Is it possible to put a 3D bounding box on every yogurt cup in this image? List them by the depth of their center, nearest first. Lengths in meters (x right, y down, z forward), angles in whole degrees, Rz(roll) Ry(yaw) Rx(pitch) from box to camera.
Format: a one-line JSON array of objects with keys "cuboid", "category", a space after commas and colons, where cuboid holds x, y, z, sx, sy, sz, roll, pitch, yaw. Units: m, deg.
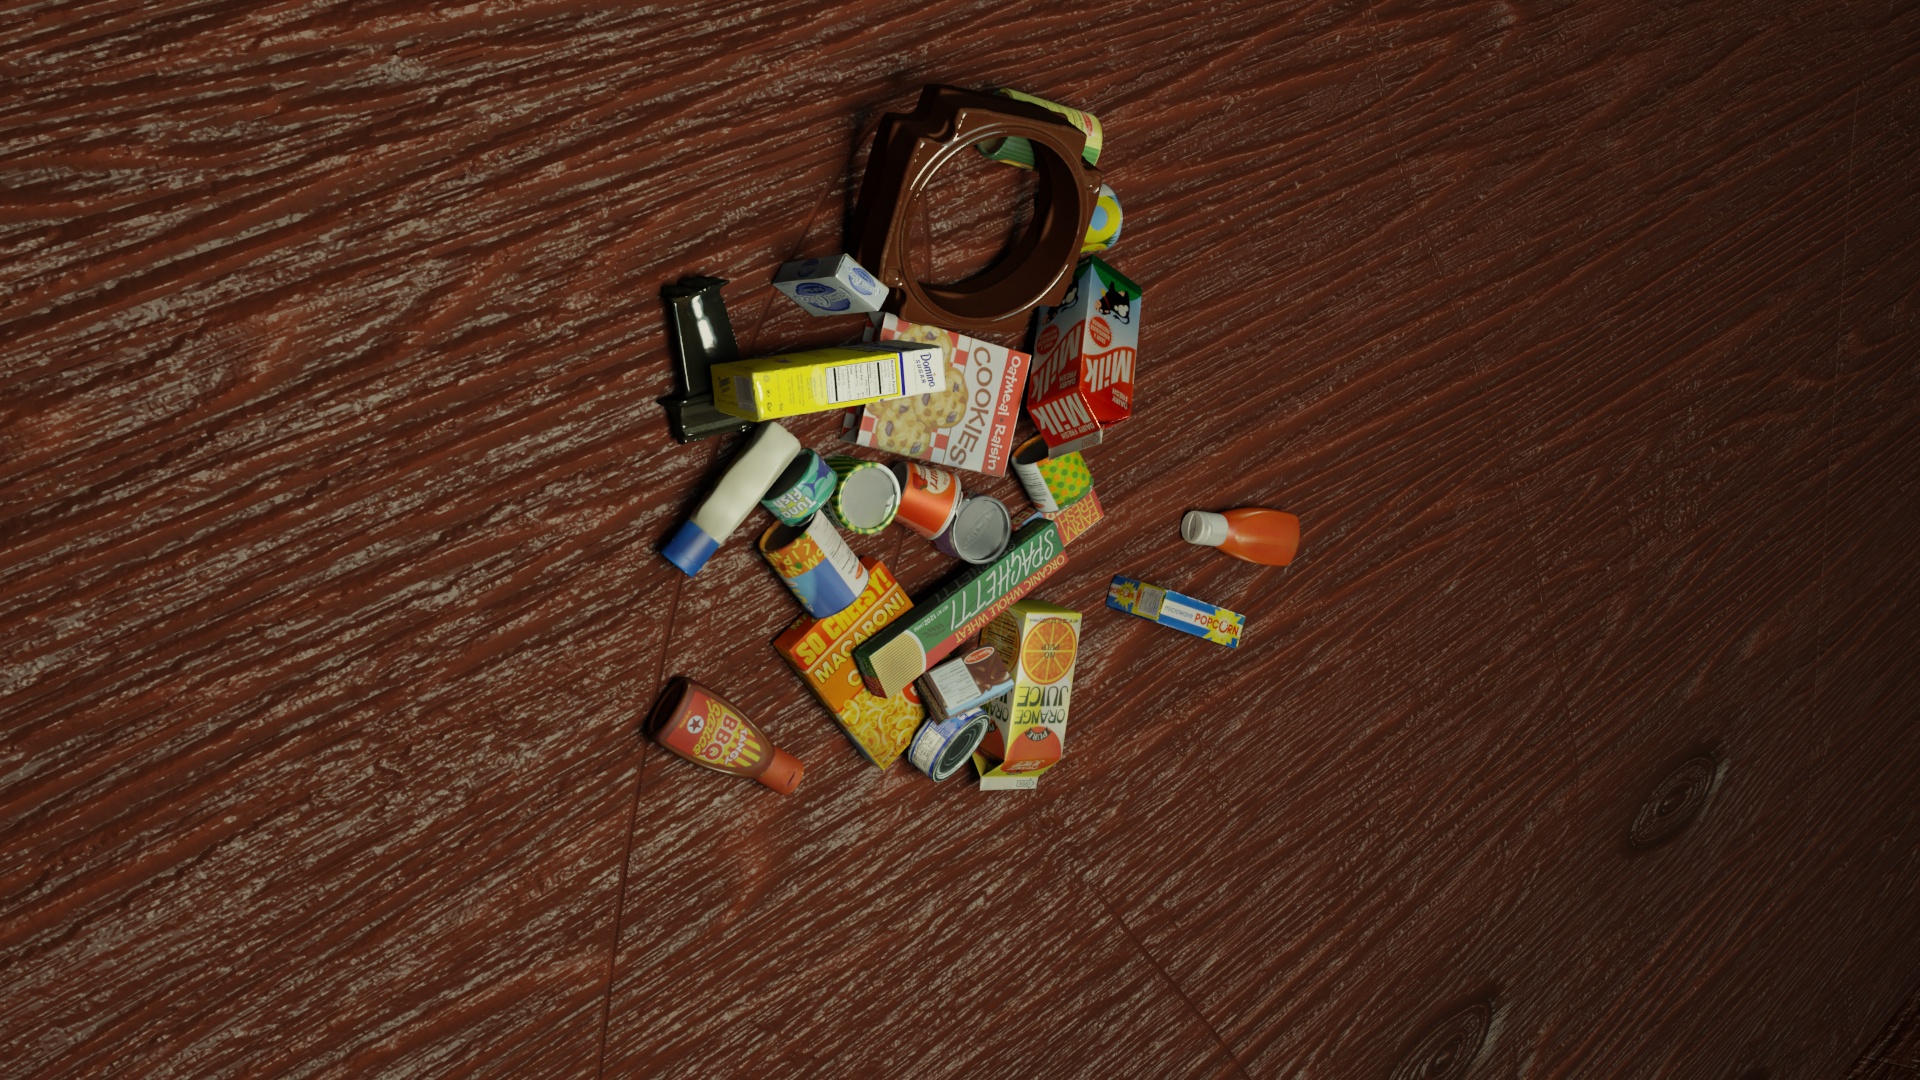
[{"cuboid": [-0.040, -0.041, 1.301, 0.054, 0.072, 0.072, 22, 87, -27], "category": "yogurt cup"}]

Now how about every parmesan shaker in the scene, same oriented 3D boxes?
[{"cuboid": [0.072, -0.384, 1.310, 0.103, 0.071, 0.071, 5, 96, -33], "category": "parmesan shaker"}]

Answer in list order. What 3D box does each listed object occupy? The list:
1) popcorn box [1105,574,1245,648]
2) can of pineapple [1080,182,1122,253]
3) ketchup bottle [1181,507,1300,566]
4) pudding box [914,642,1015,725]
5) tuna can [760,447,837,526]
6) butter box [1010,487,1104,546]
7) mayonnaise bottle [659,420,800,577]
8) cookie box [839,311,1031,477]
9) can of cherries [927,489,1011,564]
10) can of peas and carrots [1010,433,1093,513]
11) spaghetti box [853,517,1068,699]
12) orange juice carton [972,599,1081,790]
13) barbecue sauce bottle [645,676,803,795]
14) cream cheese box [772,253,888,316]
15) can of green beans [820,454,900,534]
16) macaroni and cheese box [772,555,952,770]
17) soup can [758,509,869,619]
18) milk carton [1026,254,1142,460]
[{"cuboid": [0.230, 0.076, 1.488, 0.127, 0.085, 0.038, 19, 88, -34], "category": "popcorn box"}, {"cuboid": [0.115, -0.310, 1.350, 0.058, 0.071, 0.070, -16, 108, -30], "category": "can of pineapple"}, {"cuboid": [0.314, -0.008, 1.553, 0.149, 0.043, 0.064, 7, 95, -34], "category": "ketchup bottle"}, {"cuboid": [0.004, 0.136, 1.322, 0.084, 0.030, 0.050, -22, 75, -32], "category": "pudding box"}, {"cuboid": [-0.144, -0.046, 1.226, 0.032, 0.071, 0.071, 46, 74, -29], "category": "tuna can"}, {"cuboid": [0.096, -0.020, 1.418, 0.104, 0.024, 0.053, -36, 117, -22], "category": "butter box"}, {"cuboid": [-0.199, -0.036, 1.198, 0.041, 0.064, 0.148, 40, 80, -11], "category": "mayonnaise bottle"}, {"cuboid": [-0.022, -0.135, 1.309, 0.167, 0.040, 0.123, 11, 93, -33], "category": "cookie box"}, {"cuboid": [0.005, -0.017, 1.337, 0.072, 0.058, 0.071, -7, 104, -31], "category": "can of cherries"}, {"cuboid": [0.093, -0.071, 1.381, 0.071, 0.071, 0.058, -40, 118, -21], "category": "can of peas and carrots"}, {"cuboid": [0.006, 0.060, 1.327, 0.251, 0.028, 0.050, -35, 117, -29], "category": "spaghetti box"}, {"cuboid": [0.061, 0.159, 1.399, 0.072, 0.073, 0.192, 3, 98, -34], "category": "orange juice carton"}, {"cuboid": [-0.206, 0.182, 1.244, 0.148, 0.043, 0.065, 38, 77, -33], "category": "barbecue sauce bottle"}, {"cuboid": [-0.112, -0.218, 1.194, 0.053, 0.104, 0.024, 35, 73, -35], "category": "cream cheese box"}, {"cuboid": [-0.096, -0.042, 1.265, 0.071, 0.058, 0.071, -7, 103, -32], "category": "can of green beans"}, {"cuboid": [-0.083, 0.116, 1.315, 0.124, 0.040, 0.166, -45, 120, -20], "category": "macaroni and cheese box"}, {"cuboid": [-0.134, 0.020, 1.249, 0.071, 0.071, 0.083, -45, 119, -18], "category": "soup can"}, {"cuboid": [0.118, -0.169, 1.334, 0.073, 0.072, 0.191, 26, 61, -35], "category": "milk carton"}]
